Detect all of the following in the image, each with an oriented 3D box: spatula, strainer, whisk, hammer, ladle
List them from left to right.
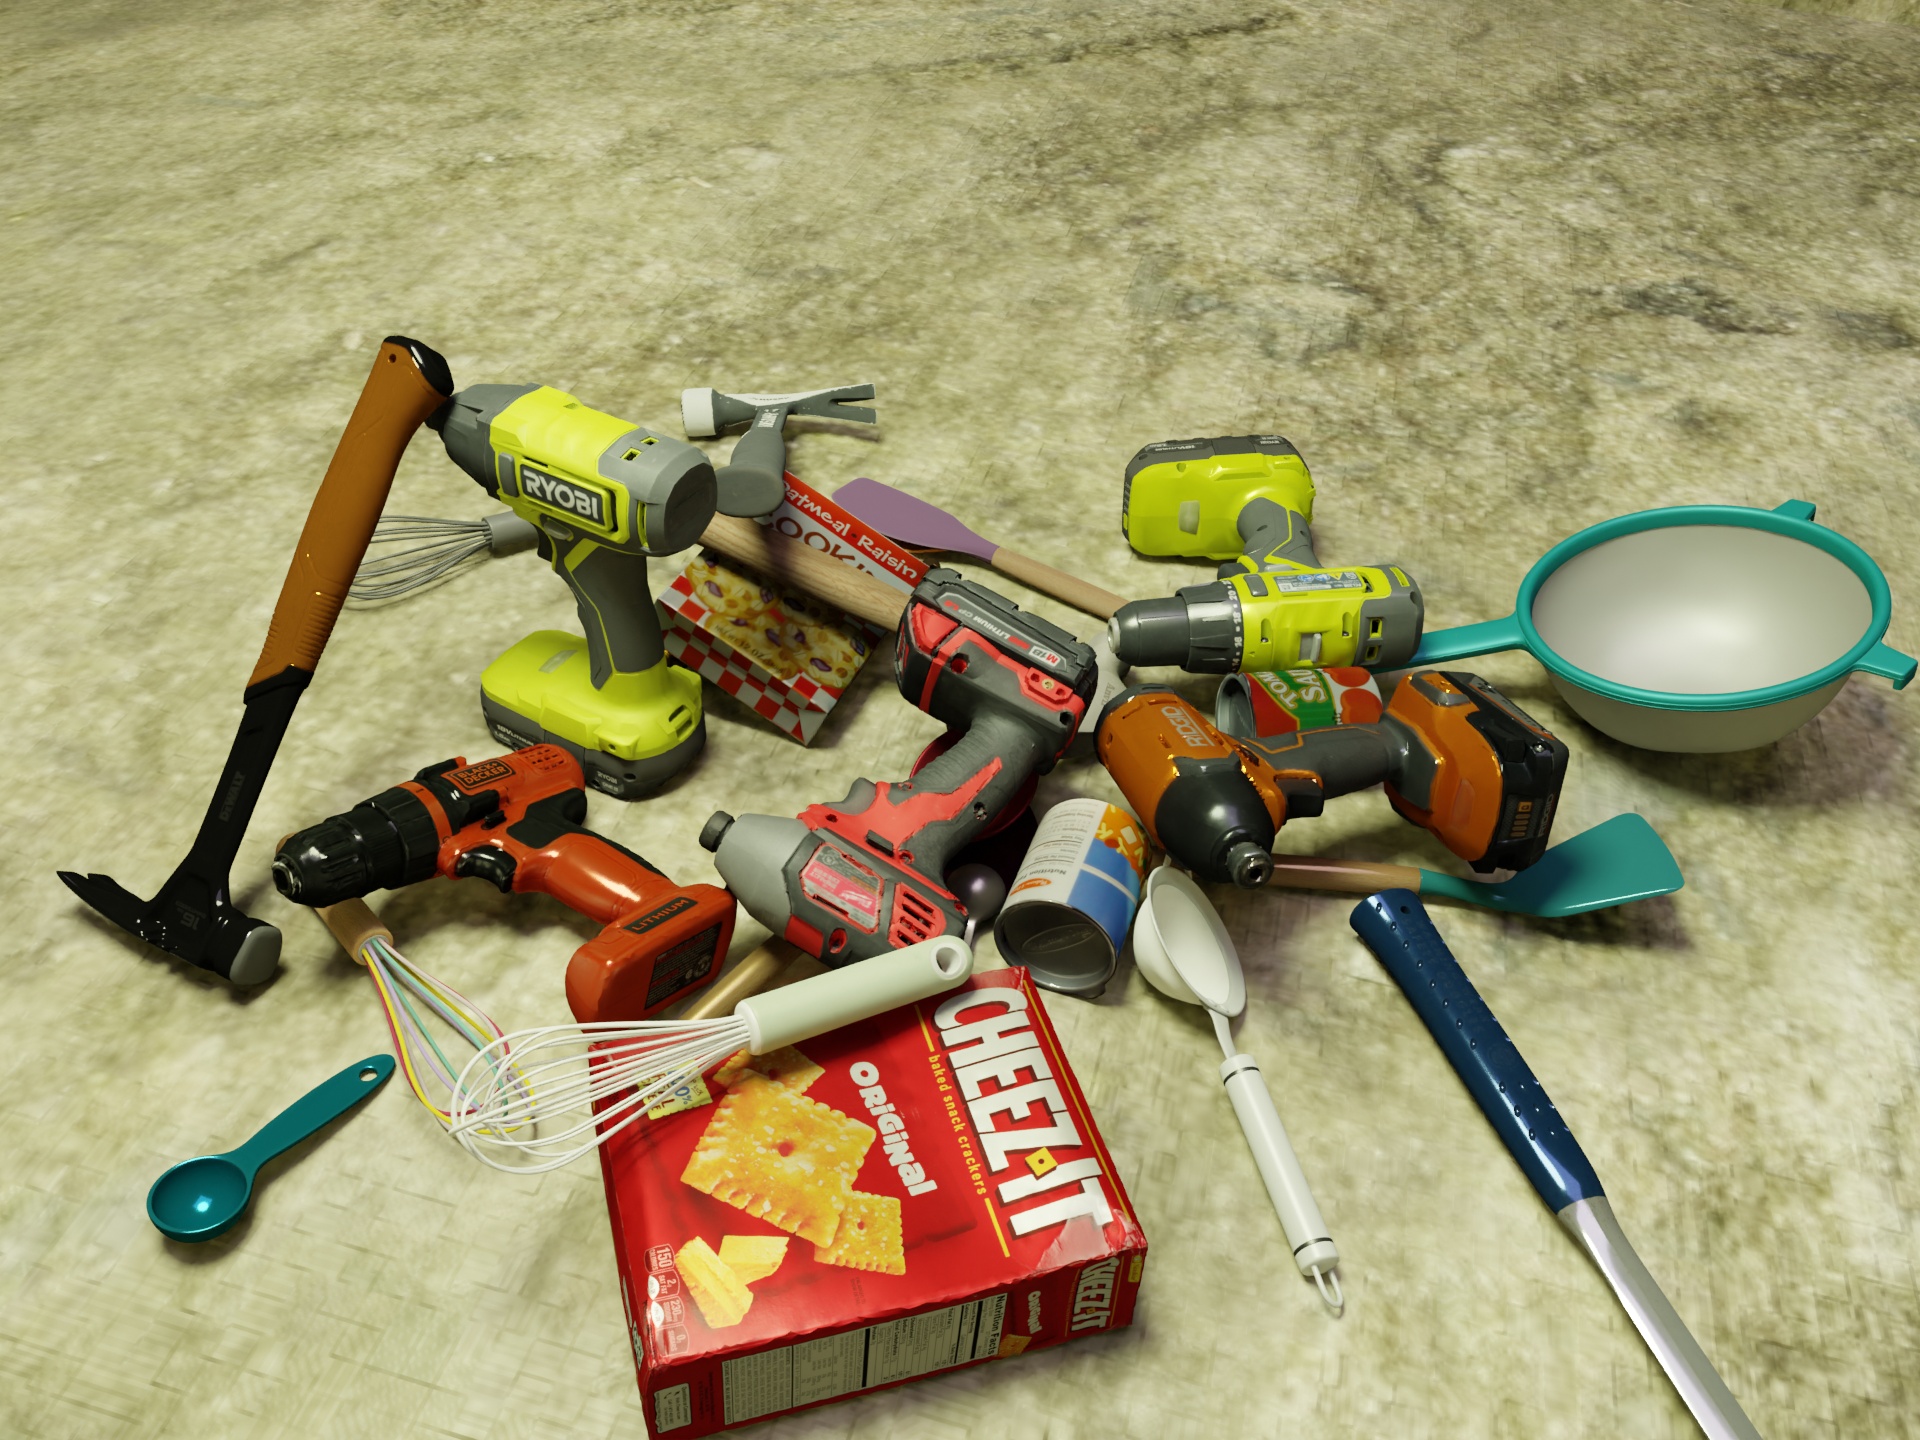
[{"bbox_3d":[-0.349,-0.042,0.823,0.127,0.034,0.337,20,86,19],"label":"hammer"},{"bbox_3d":[-0.287,0.126,0.794,0.047,0.051,0.245,-32,50,-28],"label":"whisk"},{"bbox_3d":[-0.320,-0.130,1.082,0.239,0.055,0.055,-20,47,-31],"label":"whisk"},{"bbox_3d":[-0.100,0.137,0.692,0.246,0.059,0.058,-14,76,-30],"label":"whisk"},{"bbox_3d":[-0.125,-0.184,1.046,0.149,0.036,0.409,-4,18,-3],"label":"hammer"},{"bbox_3d":[-0.069,0.100,0.843,0.069,0.031,0.315,37,55,19],"label":"ladle"},{"bbox_3d":[-0.050,-0.069,0.974,0.331,0.031,0.130,25,39,-5],"label":"hammer"},{"bbox_3d":[0.046,-0.103,1.101,0.316,0.018,0.060,26,40,20],"label":"spatula"},{"bbox_3d":[0.133,0.168,0.789,0.086,0.050,0.259,31,29,-42],"label":"strainer"},{"bbox_3d":[0.234,0.078,0.898,0.317,0.044,0.082,4,27,1],"label":"spatula"},{"bbox_3d":[0.404,-0.033,1.023,0.340,0.095,0.211,-10,37,13],"label":"strainer"},{"bbox_3d":[0.298,0.233,0.733,0.144,0.035,0.406,-9,43,-15],"label":"hammer"}]

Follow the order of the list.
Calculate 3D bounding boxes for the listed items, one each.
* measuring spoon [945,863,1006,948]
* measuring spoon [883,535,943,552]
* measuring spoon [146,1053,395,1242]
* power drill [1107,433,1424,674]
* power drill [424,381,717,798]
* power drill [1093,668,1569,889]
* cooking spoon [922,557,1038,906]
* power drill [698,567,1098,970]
[{"bbox_3d":[-0.005,0.122,0.835,0.034,0.018,0.124,15,49,9],"label":"measuring spoon"},{"bbox_3d":[-0.052,-0.121,1.126,0.117,0.011,0.021,-5,41,-17],"label":"measuring spoon"},{"bbox_3d":[-0.312,0.197,0.734,0.042,0.021,0.128,24,36,22],"label":"measuring spoon"},{"bbox_3d":[0.178,-0.105,1.055,0.190,0.080,0.229,-4,35,-5],"label":"power drill"},{"bbox_3d":[-0.218,-0.077,0.894,0.171,0.223,0.080,22,43,19],"label":"power drill"},{"bbox_3d":[0.201,0.036,0.851,0.226,0.084,0.164,-2,26,-13],"label":"power drill"},{"bbox_3d":[-0.002,-0.003,0.987,0.068,0.017,0.319,-3,42,-7],"label":"cooking spoon"},{"bbox_3d":[-0.030,0.031,0.840,0.143,0.078,0.220,29,59,7],"label":"power drill"}]
